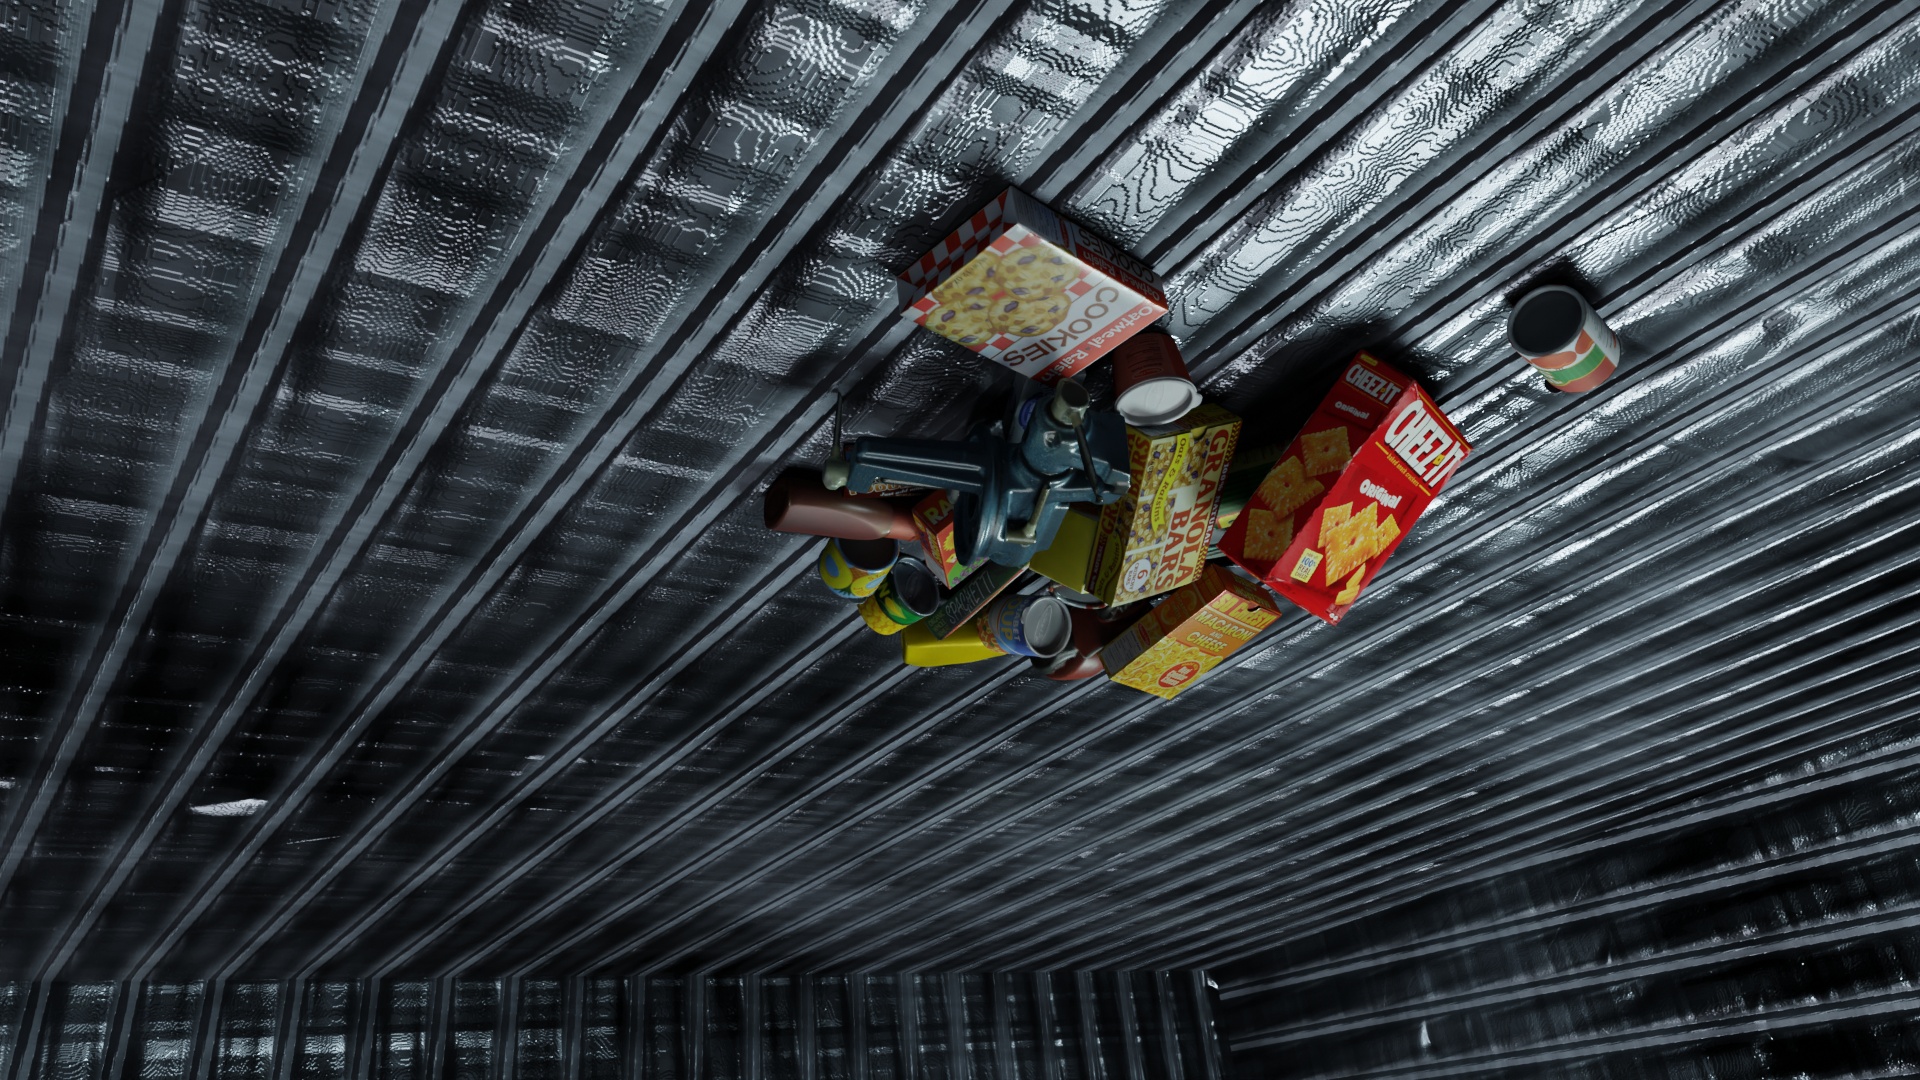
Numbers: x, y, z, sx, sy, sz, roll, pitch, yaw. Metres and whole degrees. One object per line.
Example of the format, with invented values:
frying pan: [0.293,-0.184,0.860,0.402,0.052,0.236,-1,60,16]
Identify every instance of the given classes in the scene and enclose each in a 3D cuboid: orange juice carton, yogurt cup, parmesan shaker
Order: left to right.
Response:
orange juice carton: [0.161,0.000,1.322,0.193,0.073,0.071,-3,111,-43]
yogurt cup: [0.156,-0.134,1.143,0.072,0.054,0.072,-7,152,-3]
parmesan shaker: [0.276,-0.053,1.320,0.103,0.071,0.071,-16,151,14]

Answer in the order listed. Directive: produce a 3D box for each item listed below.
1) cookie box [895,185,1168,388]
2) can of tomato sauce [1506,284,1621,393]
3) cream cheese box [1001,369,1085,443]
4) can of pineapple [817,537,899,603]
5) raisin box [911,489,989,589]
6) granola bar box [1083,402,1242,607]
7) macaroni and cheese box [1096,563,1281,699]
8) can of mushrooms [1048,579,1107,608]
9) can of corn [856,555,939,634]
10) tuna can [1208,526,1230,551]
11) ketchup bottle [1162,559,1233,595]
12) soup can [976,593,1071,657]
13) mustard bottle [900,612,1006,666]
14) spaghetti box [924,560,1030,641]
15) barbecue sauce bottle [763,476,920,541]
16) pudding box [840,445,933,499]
cookie box: [0.055,-0.184,1.037,0.167,0.040,0.122,19,141,-40]
can of tomato sauce: [0.505,-0.168,1.166,0.071,0.071,0.083,-29,145,33]
cream cheese box: [0.070,-0.120,1.178,0.053,0.024,0.103,-5,152,-11]
can of pineapple: [-0.097,0.016,1.336,0.071,0.071,0.057,4,149,-22]
raisin box: [0.005,-0.016,1.296,0.086,0.040,0.123,-38,157,-12]
granola bar box: [0.180,-0.031,1.228,0.124,0.039,0.164,-14,125,-40]
macaroni and cheese box: [0.251,0.103,1.514,0.166,0.040,0.123,-41,142,23]
can of mushrooms: [0.128,0.045,1.469,0.071,0.033,0.070,14,159,6]
can of corn: [-0.067,0.055,1.423,0.058,0.071,0.071,-30,146,34]
tuna can: [0.255,-0.018,1.412,0.071,0.033,0.070,-7,152,-4]
ketchup bottle: [0.237,0.035,1.494,0.149,0.044,0.064,16,140,-38]
soup can: [0.066,0.089,1.494,0.071,0.071,0.083,14,171,-36]
mustard bottle: [0.014,0.108,1.562,0.160,0.049,0.065,-4,151,-11]
spaghetti box: [0.035,0.039,1.417,0.050,0.029,0.249,-36,175,-36]
barbecue sauce bottle: [-0.103,-0.025,1.284,0.149,0.044,0.064,8,156,-29]
pudding box: [-0.064,-0.063,1.239,0.084,0.030,0.049,-3,151,-11]
